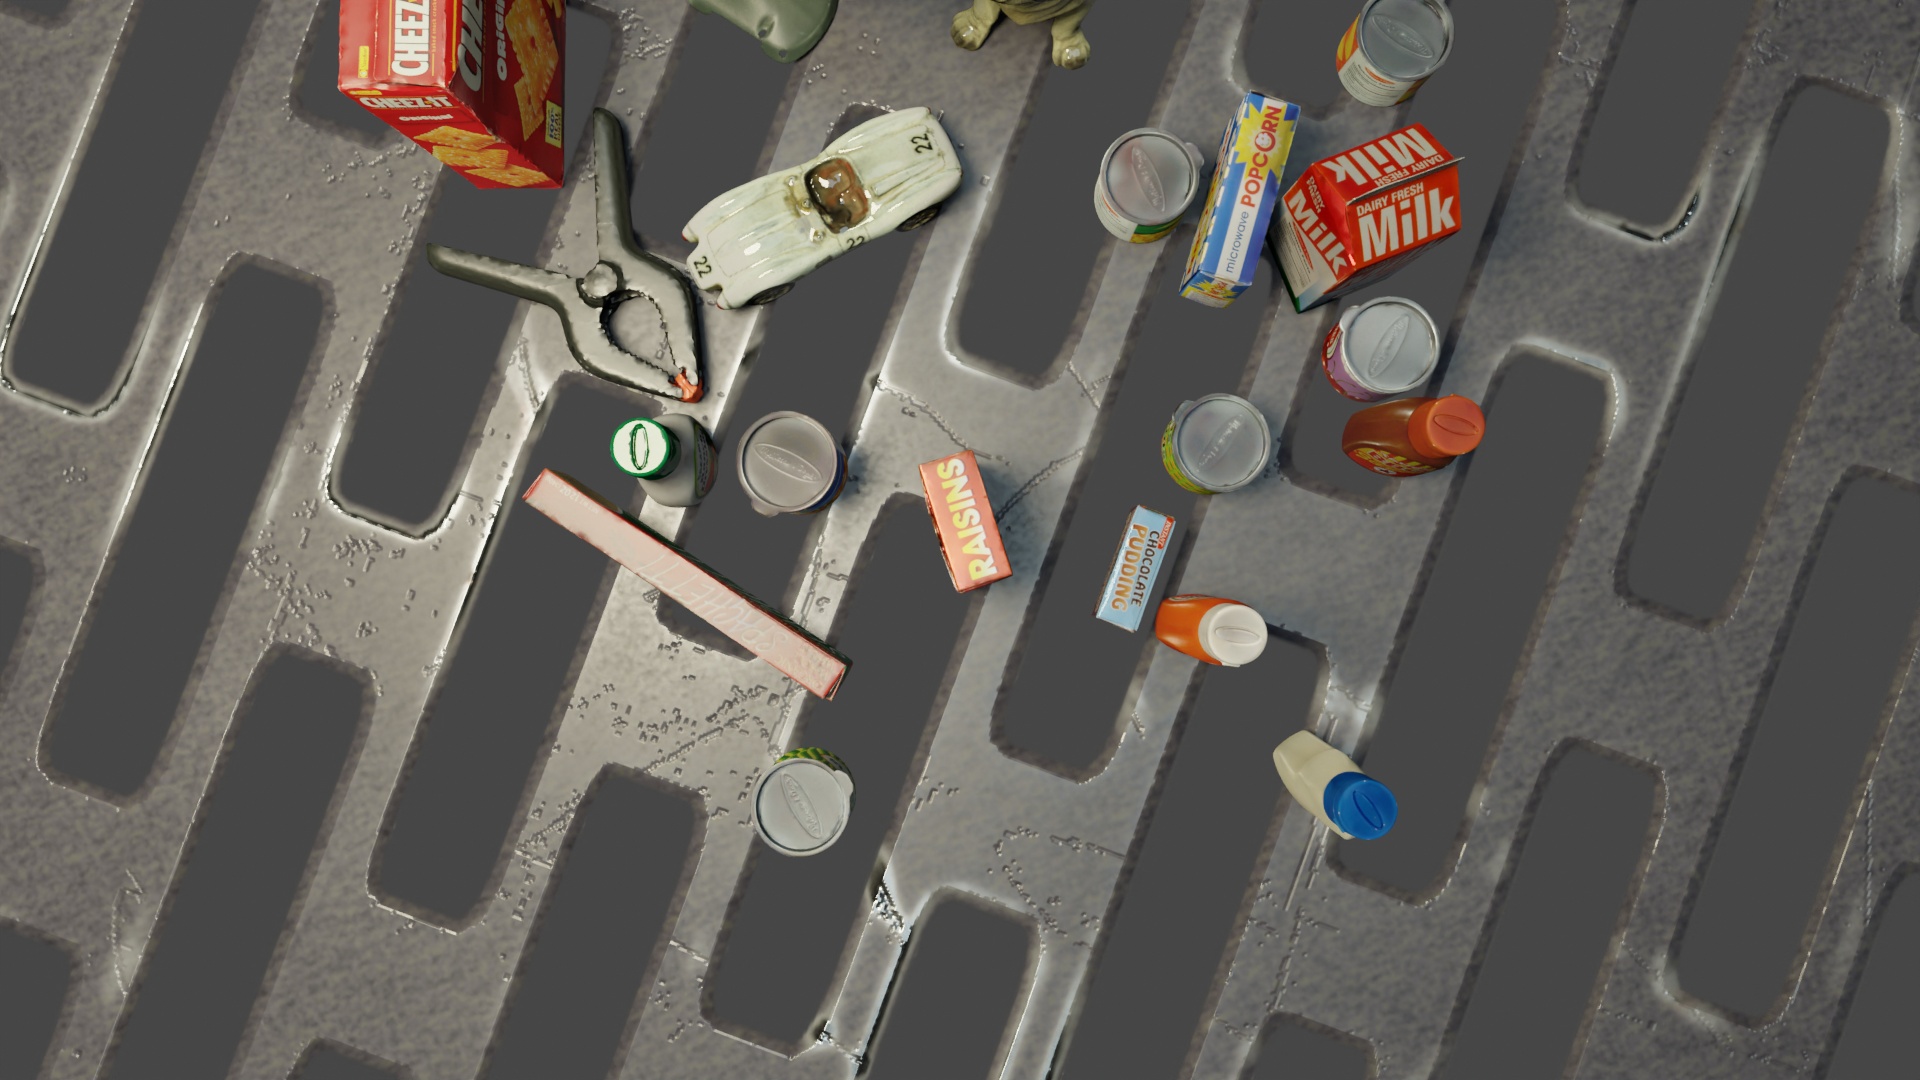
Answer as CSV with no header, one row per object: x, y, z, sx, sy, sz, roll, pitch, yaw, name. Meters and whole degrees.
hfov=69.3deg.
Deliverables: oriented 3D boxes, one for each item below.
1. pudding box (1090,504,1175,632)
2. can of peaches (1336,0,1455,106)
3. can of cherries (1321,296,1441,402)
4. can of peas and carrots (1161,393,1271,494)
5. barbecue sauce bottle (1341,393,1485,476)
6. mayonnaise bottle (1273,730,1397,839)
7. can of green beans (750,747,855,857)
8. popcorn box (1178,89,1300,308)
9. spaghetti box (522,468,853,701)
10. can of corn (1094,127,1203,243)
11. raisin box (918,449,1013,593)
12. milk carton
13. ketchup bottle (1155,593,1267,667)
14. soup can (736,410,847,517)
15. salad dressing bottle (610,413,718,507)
0.119,0.020,0.955,0.030,0.049,0.083,20,89,1,pudding box
0.300,-0.342,0.959,0.071,0.058,0.071,0,89,0,can of peaches
0.285,-0.132,0.953,0.071,0.058,0.071,0,89,0,can of cherries
0.172,-0.066,0.952,0.071,0.058,0.071,0,89,0,can of peas and carrots
0.298,-0.069,0.906,0.065,0.148,0.043,18,89,1,barbecue sauce bottle
0.244,0.162,0.901,0.041,0.148,0.065,-35,89,0,mayonnaise bottle
-0.106,0.177,0.948,0.071,0.058,0.071,0,89,0,can of green beans
0.188,-0.228,0.943,0.038,0.085,0.126,16,89,1,popcorn box
-0.184,0.030,0.956,0.250,0.050,0.028,33,89,1,spaghetti box
0.129,-0.244,0.957,0.071,0.058,0.071,0,89,0,can of corn
0.003,-0.012,0.919,0.040,0.123,0.086,-17,89,0,raisin box
0.257,-0.206,0.889,0.072,0.190,0.073,-22,89,0,milk carton
0.167,0.059,0.904,0.065,0.149,0.043,7,89,1,ketchup bottle
-0.114,-0.048,0.941,0.071,0.084,0.071,0,89,0,soup can
-0.193,-0.055,0.910,0.044,0.147,0.064,-1,89,1,salad dressing bottle
